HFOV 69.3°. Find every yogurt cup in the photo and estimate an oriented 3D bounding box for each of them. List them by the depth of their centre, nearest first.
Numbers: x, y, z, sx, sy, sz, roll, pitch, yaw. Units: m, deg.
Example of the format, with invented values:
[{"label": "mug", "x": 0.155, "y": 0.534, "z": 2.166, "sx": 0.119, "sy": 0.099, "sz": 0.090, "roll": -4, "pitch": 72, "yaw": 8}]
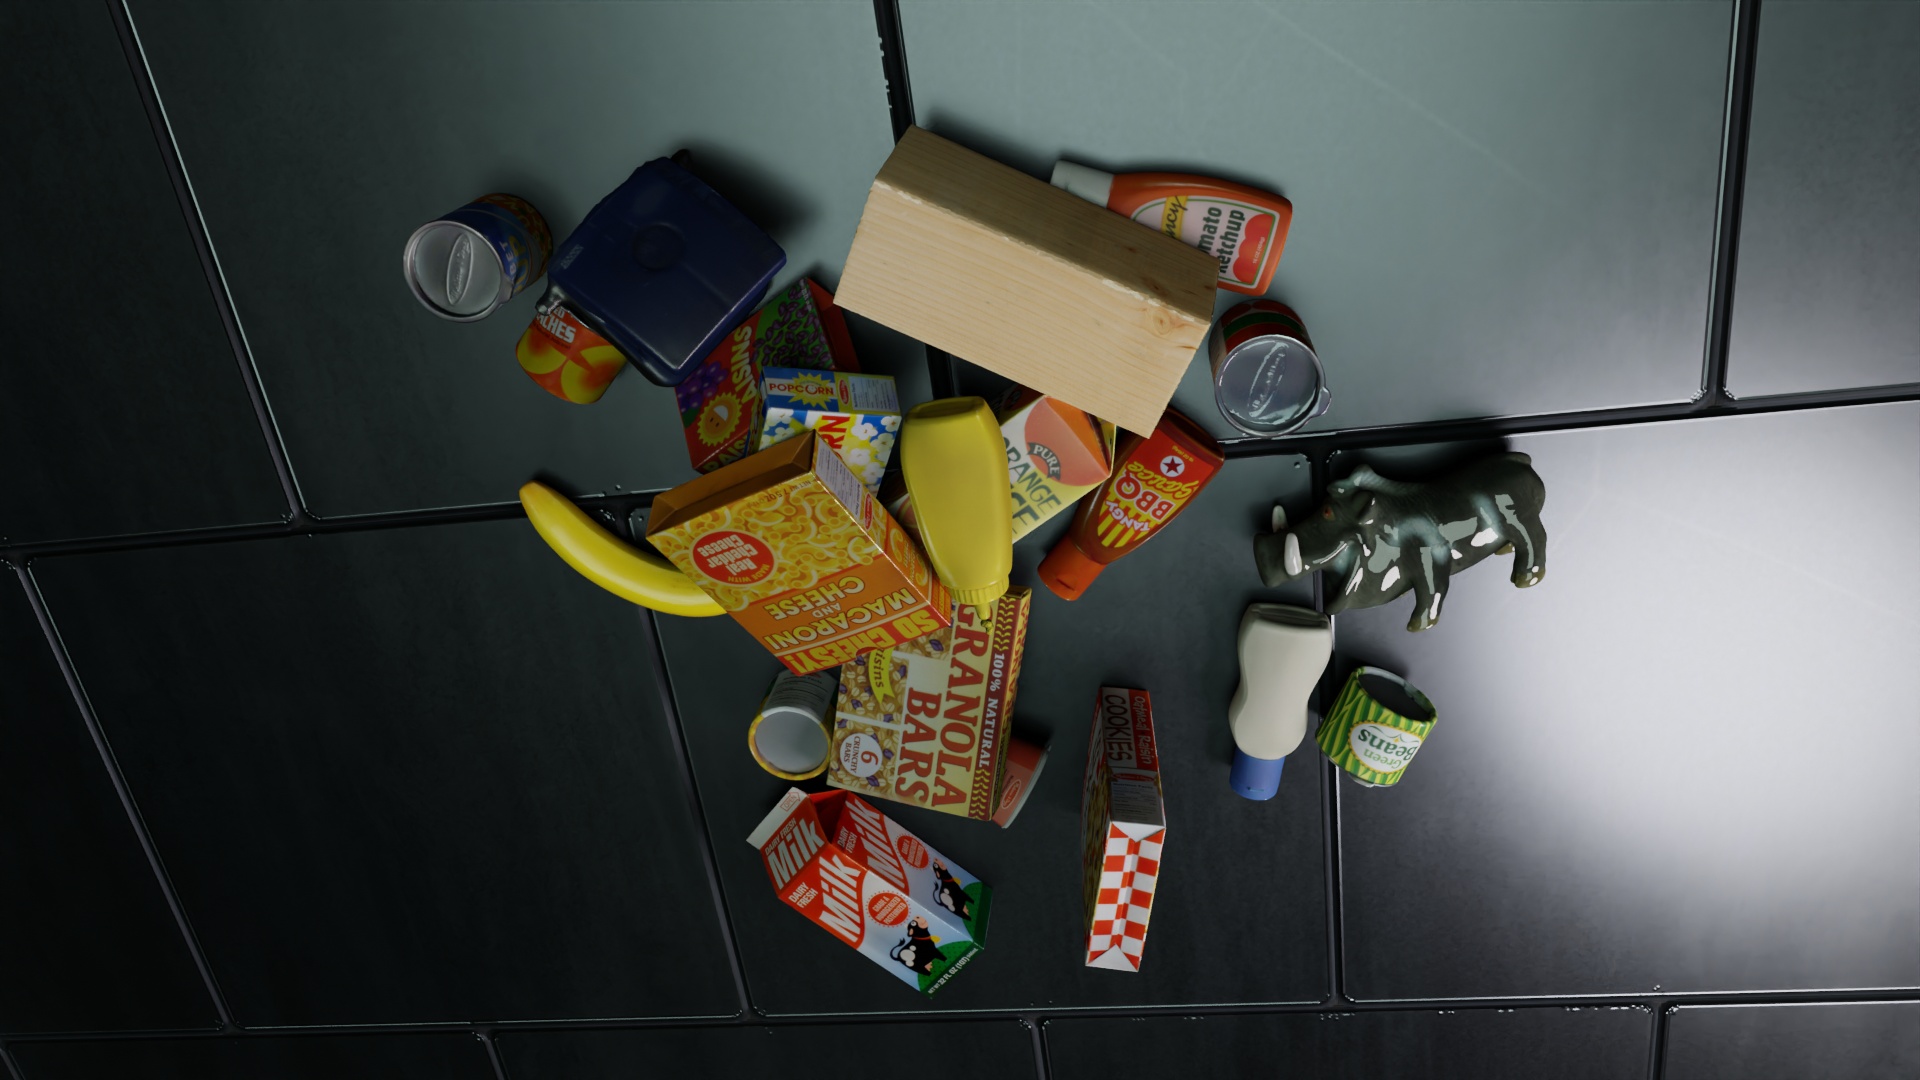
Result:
[{"label": "yogurt cup", "x": 0.027, "y": 0.174, "z": 1.042, "sx": 0.054, "sy": 0.073, "sz": 0.072, "roll": 29, "pitch": 115, "yaw": 2}]

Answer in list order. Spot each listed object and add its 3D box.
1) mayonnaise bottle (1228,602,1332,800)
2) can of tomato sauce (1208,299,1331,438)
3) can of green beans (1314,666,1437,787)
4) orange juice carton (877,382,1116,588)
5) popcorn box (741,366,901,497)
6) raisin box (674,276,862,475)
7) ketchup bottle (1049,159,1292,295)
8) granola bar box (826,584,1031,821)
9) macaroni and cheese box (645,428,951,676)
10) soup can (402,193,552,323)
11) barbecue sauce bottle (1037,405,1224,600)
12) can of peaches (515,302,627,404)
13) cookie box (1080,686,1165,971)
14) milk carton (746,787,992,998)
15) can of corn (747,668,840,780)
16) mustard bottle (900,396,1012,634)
[{"label": "mayonnaise bottle", "x": 0.224, "y": 0.118, "z": 1.005, "sx": 0.065, "sy": 0.041, "sz": 0.147, "roll": 8, "pitch": 117, "yaw": 5}, {"label": "can of tomato sauce", "x": 0.194, "y": -0.110, "z": 0.878, "sx": 0.071, "sy": 0.083, "sz": 0.071, "roll": 3, "pitch": 115, "yaw": 6}, {"label": "can of green beans", "x": 0.295, "y": 0.131, "z": 0.988, "sx": 0.071, "sy": 0.071, "sz": 0.057, "roll": 22, "pitch": 115, "yaw": -4}, {"label": "orange juice carton", "x": 0.037, "y": -0.053, "z": 0.930, "sx": 0.192, "sy": 0.072, "sz": 0.073, "roll": -35, "pitch": 107, "yaw": 20}, {"label": "popcorn box", "x": -0.094, "y": -0.051, "z": 0.888, "sx": 0.085, "sy": 0.038, "sz": 0.126, "roll": 3, "pitch": 138, "yaw": -18}, {"label": "raisin box", "x": -0.128, "y": -0.103, "z": 0.917, "sx": 0.123, "sy": 0.086, "sz": 0.040, "roll": -33, "pitch": 146, "yaw": 19}, {"label": "ketchup bottle", "x": 0.127, "y": -0.201, "z": 0.866, "sx": 0.149, "sy": 0.044, "sz": 0.064, "roll": 15, "pitch": 116, "yaw": 0}, {"label": "granola bar box", "x": -0.023, "y": 0.106, "z": 0.993, "sx": 0.124, "sy": 0.039, "sz": 0.165, "roll": 10, "pitch": 99, "yaw": 13}, {"label": "macaroni and cheese box", "x": -0.099, "y": 0.015, "z": 0.889, "sx": 0.123, "sy": 0.040, "sz": 0.166, "roll": -20, "pitch": 133, "yaw": 22}, {"label": "soup can", "x": -0.309, "y": -0.184, "z": 0.903, "sx": 0.071, "sy": 0.084, "sz": 0.071, "roll": 3, "pitch": 116, "yaw": 6}, {"label": "barbecue sauce bottle", "x": 0.111, "y": -0.022, "z": 0.951, "sx": 0.065, "sy": 0.044, "sz": 0.148, "roll": 33, "pitch": 115, "yaw": -14}, {"label": "can of peaches", "x": -0.256, "y": -0.134, "z": 0.928, "sx": 0.071, "sy": 0.071, "sz": 0.058, "roll": 37, "pitch": 114, "yaw": -11}, {"label": "cookie box", "x": 0.111, "y": 0.199, "z": 0.985, "sx": 0.040, "sy": 0.168, "sz": 0.122, "roll": 6, "pitch": 115, "yaw": 1}, {"label": "milk carton", "x": -0.073, "y": 0.266, "z": 1.090, "sx": 0.190, "sy": 0.074, "sz": 0.072, "roll": 36, "pitch": 114, "yaw": -10}, {"label": "can of corn", "x": -0.121, "y": 0.140, "z": 1.045, "sx": 0.071, "sy": 0.058, "sz": 0.070, "roll": 3, "pitch": 115, "yaw": 6}, {"label": "mustard bottle", "x": 0.003, "y": -0.011, "z": 0.885, "sx": 0.065, "sy": 0.049, "sz": 0.159, "roll": -5, "pitch": 115, "yaw": 10}]
